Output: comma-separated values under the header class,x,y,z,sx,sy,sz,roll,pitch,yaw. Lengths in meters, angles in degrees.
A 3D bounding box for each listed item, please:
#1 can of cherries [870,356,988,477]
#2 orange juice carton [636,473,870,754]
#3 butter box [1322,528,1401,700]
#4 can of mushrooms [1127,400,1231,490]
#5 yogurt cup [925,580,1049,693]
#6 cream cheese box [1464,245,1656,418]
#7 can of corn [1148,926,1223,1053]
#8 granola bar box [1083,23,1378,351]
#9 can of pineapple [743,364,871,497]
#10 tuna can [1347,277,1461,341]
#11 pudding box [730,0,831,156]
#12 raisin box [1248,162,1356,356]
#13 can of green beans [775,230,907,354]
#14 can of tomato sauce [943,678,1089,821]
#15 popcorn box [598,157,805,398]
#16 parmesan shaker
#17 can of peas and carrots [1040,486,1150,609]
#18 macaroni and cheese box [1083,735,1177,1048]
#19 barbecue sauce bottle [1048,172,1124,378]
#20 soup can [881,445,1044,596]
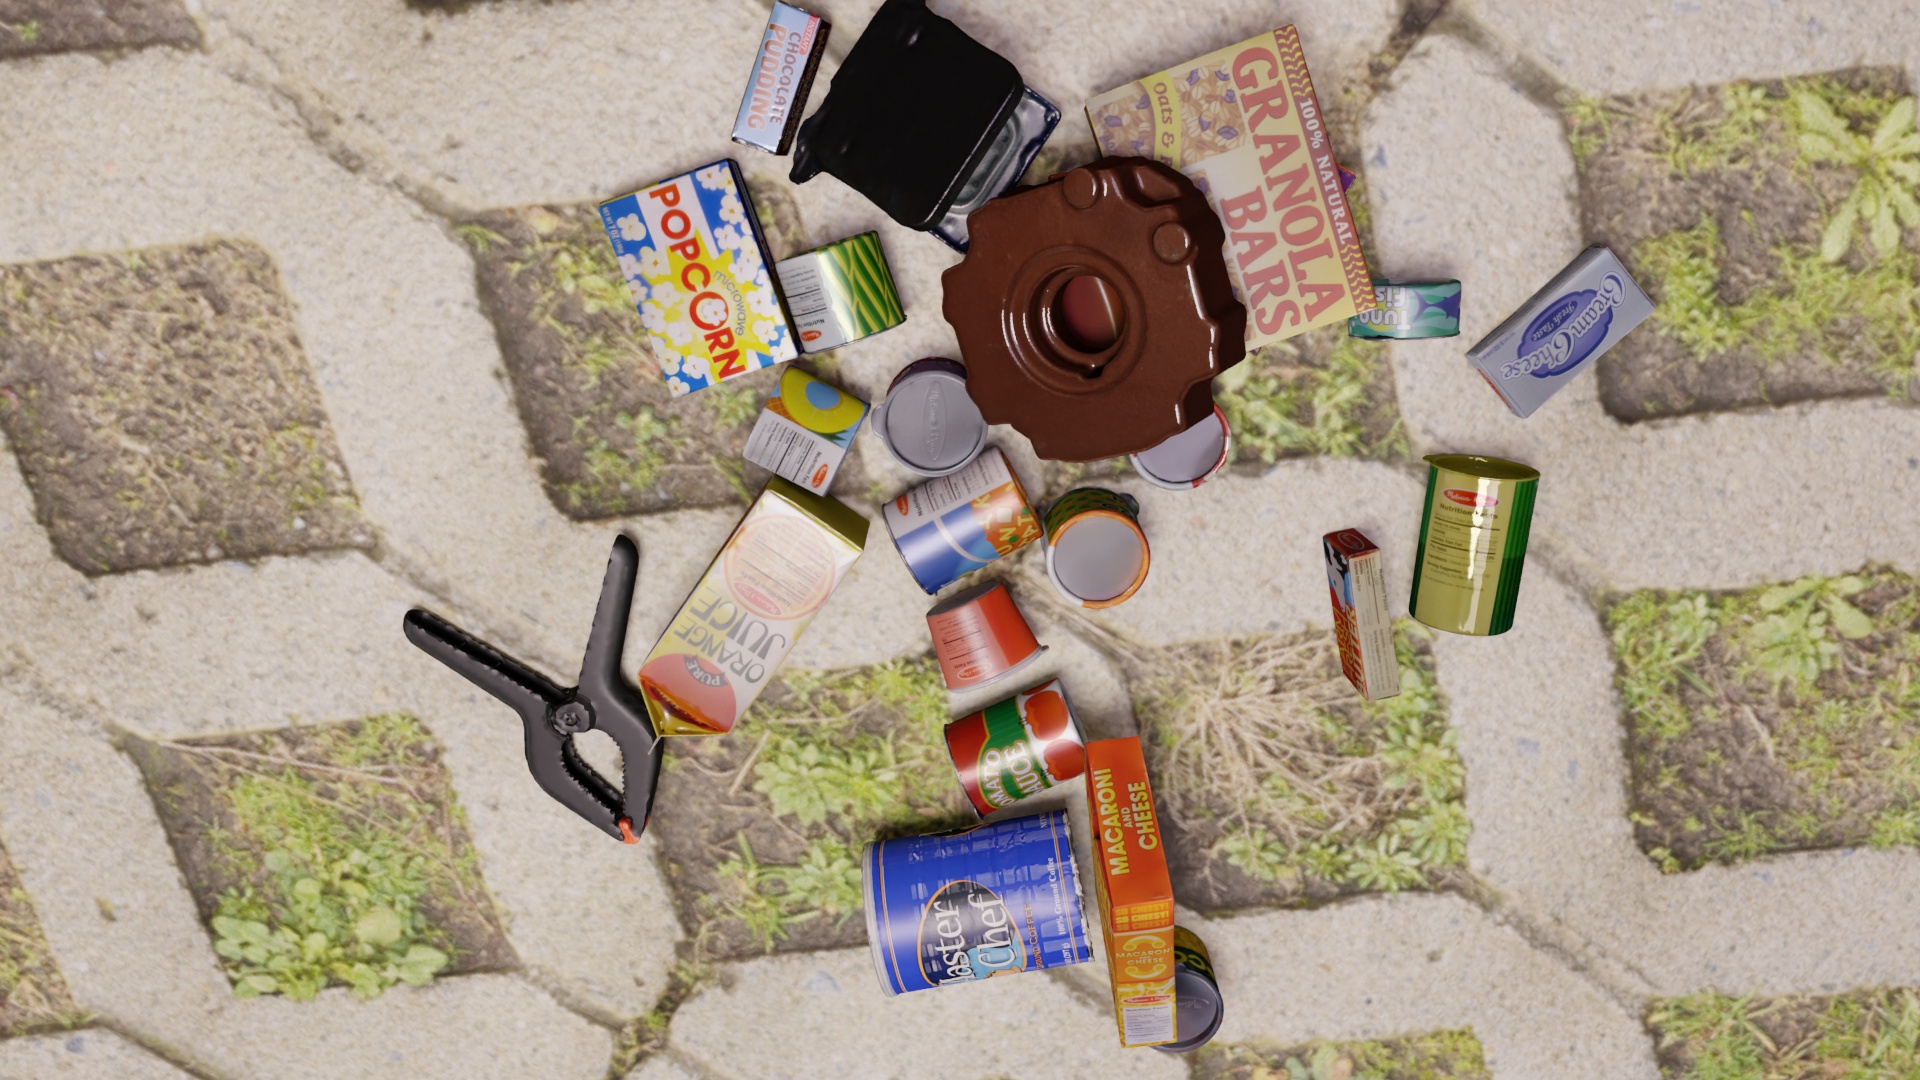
class,x,y,z,sx,sy,sz,roll,pitch,yaw
can of cherries,-0.018,-0.079,0.867,0.071,0.058,0.071,0,107,0
orange juice carton,-0.143,0.052,0.896,0.073,0.072,0.192,35,102,-9
butter box,0.261,0.048,0.906,0.024,0.053,0.103,-13,106,1
can of mushrooms,0.138,-0.068,0.884,0.071,0.033,0.070,0,106,1
yogurt cup,0.012,0.061,0.904,0.072,0.072,0.054,-23,96,6
cream cheese box,0.376,-0.131,0.872,0.103,0.024,0.053,-42,102,10
can of corn,0.147,0.312,0.975,0.071,0.058,0.071,0,106,0
granola bar box,0.156,-0.194,0.804,0.124,0.039,0.165,-18,101,9
can of pineapple,-0.095,-0.070,0.867,0.058,0.071,0.071,27,104,-7
tuna can,0.269,-0.141,0.845,0.071,0.071,0.032,-3,104,1
pudding box,-0.105,-0.270,0.818,0.030,0.050,0.083,21,104,-4
raisin box,0.171,-0.188,0.848,0.086,0.040,0.123,26,103,-6
can of green beans,-0.072,-0.151,0.843,0.071,0.071,0.057,-17,105,5
can of tomato sauce,0.040,0.138,0.921,0.083,0.071,0.071,-24,104,6
popcorn box,-0.157,-0.160,0.854,0.085,0.038,0.126,-18,105,4
parmesan shaker,0.325,0.002,0.889,0.071,0.071,0.102,3,106,-1
can of peas and carrots,0.088,0.003,0.890,0.071,0.059,0.070,0,106,0
macaroni and cheese box,0.108,0.226,0.886,0.040,0.124,0.165,-8,132,2
barbecue sauce bottle,0.077,-0.150,0.850,0.065,0.044,0.148,5,105,40
soup can,0.003,-0.011,0.883,0.084,0.071,0.071,-27,104,7
